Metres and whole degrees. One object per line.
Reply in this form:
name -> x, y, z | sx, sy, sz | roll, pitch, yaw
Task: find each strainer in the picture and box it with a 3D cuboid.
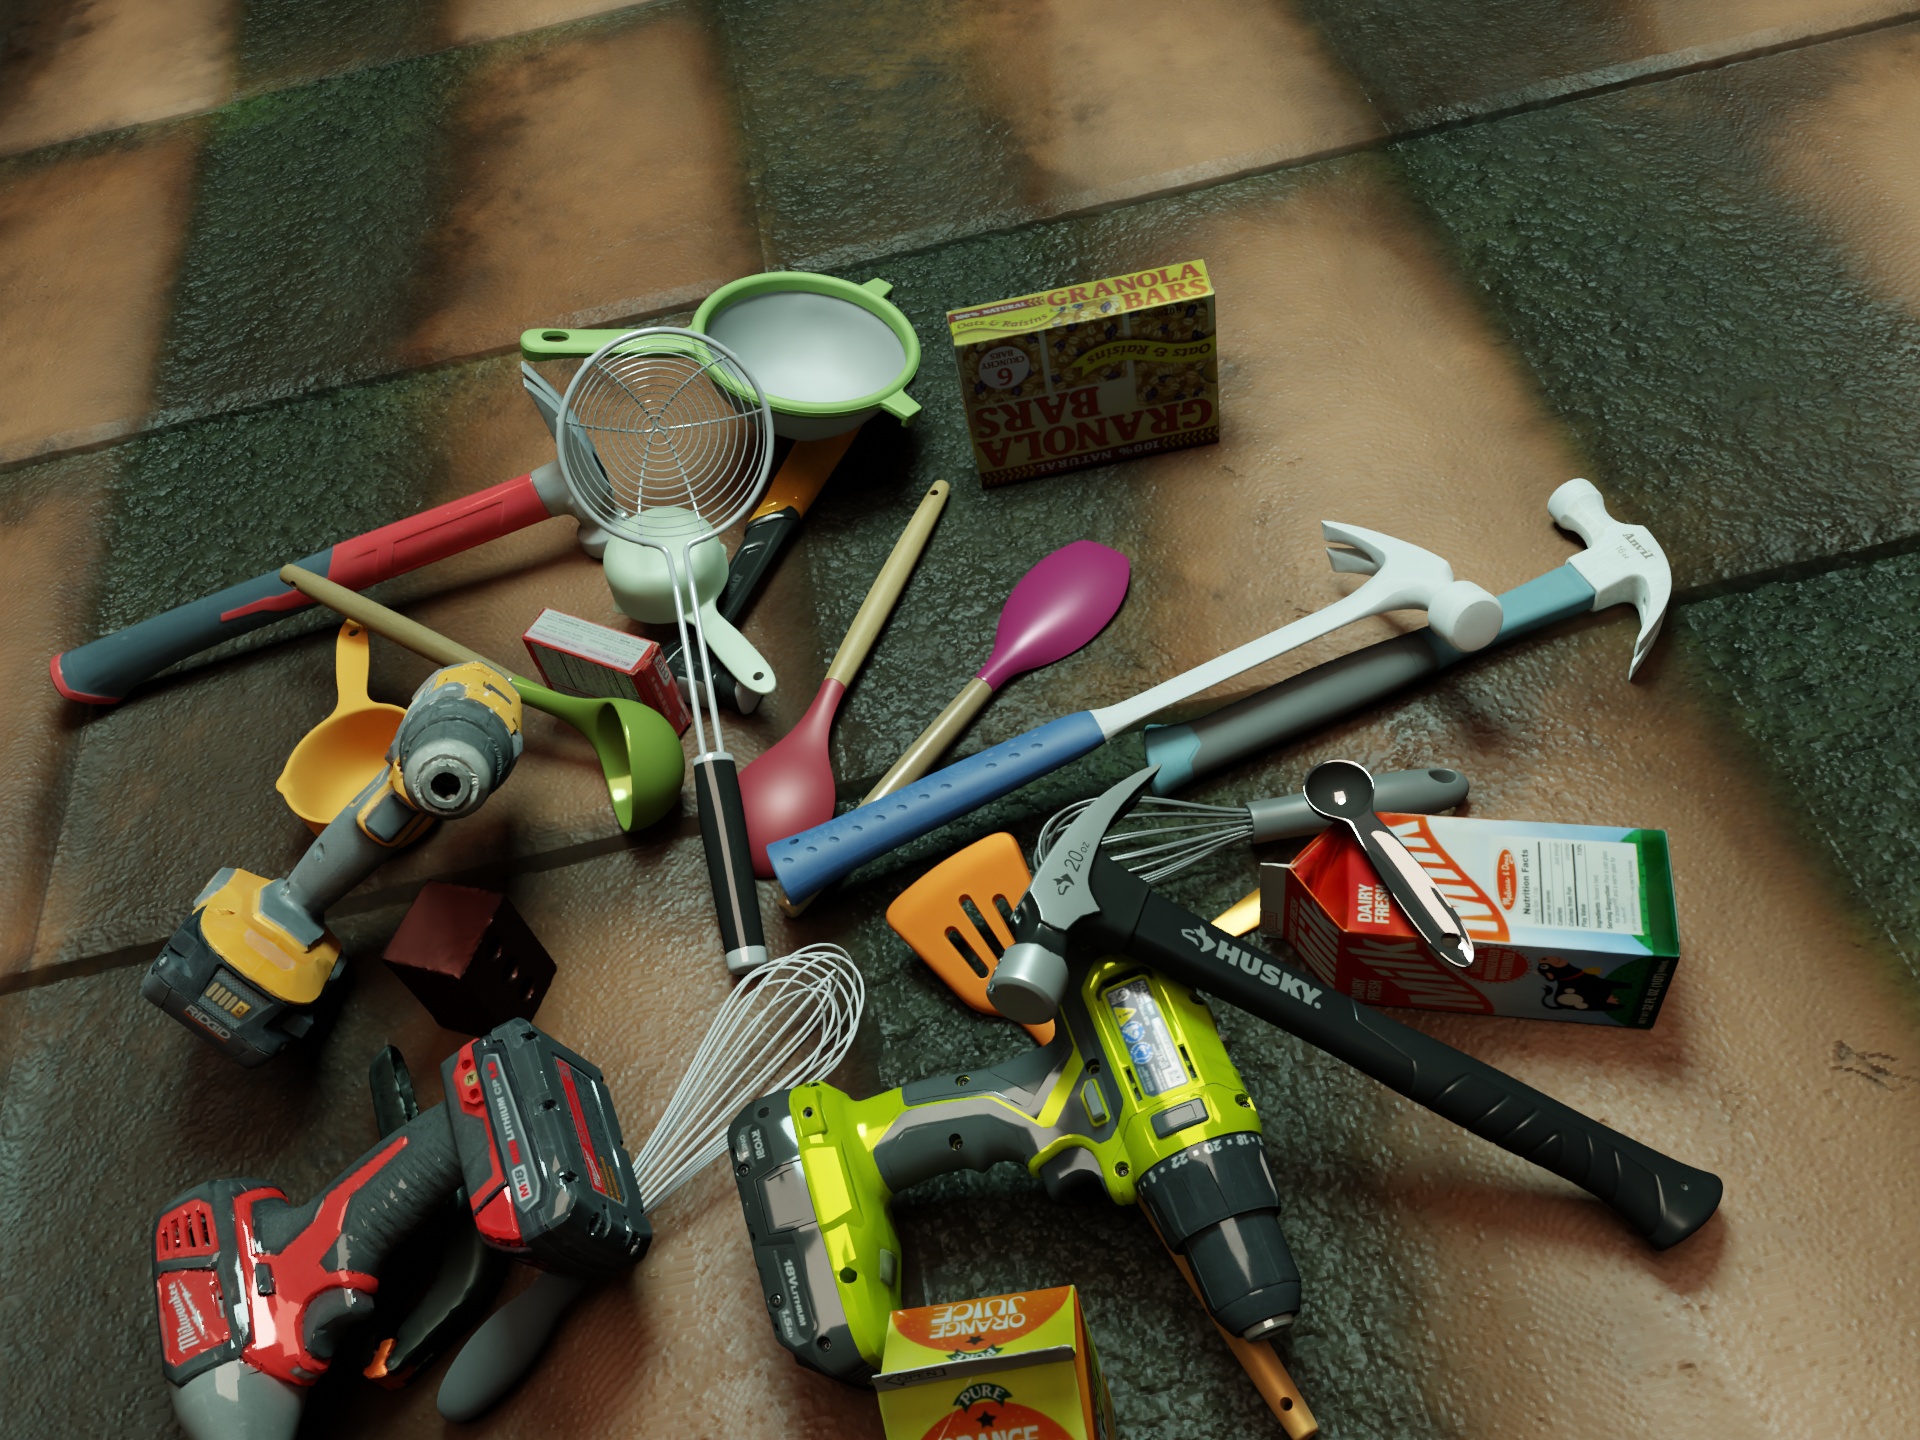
strainer -> -0.156, -0.228, 1.051 | 0.256, 0.069, 0.152 | -3, 50, -12

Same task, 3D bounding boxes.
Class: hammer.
hammer -> 0.084, -0.003, 0.881 | 0.405, 0.035, 0.144 | -25, 30, -4
hammer -> -0.421, -0.107, 1.046 | 0.386, 0.143, 0.038 | -21, 45, 0
hammer -> 0.254, -0.036, 0.912 | 0.331, 0.033, 0.128 | -22, 51, -6
hammer -> 0.184, 0.139, 0.710 | 0.335, 0.035, 0.146 | 27, 48, 1
hammer -> -0.123, -0.150, 1.075 | 0.127, 0.034, 0.337 | 15, 57, 20

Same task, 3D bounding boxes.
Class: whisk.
whisk -> -0.149, 0.221, 0.778 | 0.070, 0.070, 0.284 | 31, 69, 30
whisk -> 0.157, 0.054, 0.857 | 0.239, 0.055, 0.055 | -10, 51, -2

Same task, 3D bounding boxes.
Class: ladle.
ladle -> -0.300, -0.025, 0.964 | 0.320, 0.078, 0.062 | 25, 39, 17
ladle -> -0.066, -0.039, 0.984 | 0.069, 0.031, 0.316 | 12, 54, 18

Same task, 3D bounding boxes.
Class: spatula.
spatula -> 0.070, 0.193, 0.765 | 0.081, 0.041, 0.323 | -34, 54, -2

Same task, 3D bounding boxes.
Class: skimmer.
skimmer -> -0.146, -0.044, 0.892 | 0.127, 0.090, 0.363 | -6, 70, -18

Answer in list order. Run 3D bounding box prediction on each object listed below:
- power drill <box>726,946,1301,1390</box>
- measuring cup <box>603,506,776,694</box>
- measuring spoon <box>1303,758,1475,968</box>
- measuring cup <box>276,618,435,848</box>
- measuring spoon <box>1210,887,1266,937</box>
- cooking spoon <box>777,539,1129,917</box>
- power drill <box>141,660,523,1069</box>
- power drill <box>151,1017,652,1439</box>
power drill -> 0.026, 0.210, 0.716 | 0.228, 0.080, 0.191 | -23, 58, 3
measuring cup -> -0.162, -0.075, 0.976 | 0.083, 0.038, 0.168 | -33, 53, -16
measuring spoon -> 0.205, 0.070, 0.761 | 0.034, 0.018, 0.124 | -25, 57, -8
measuring cup -> -0.367, 0.009, 0.989 | 0.095, 0.052, 0.174 | -18, 49, -3
measuring spoon -> 0.157, 0.097, 0.840 | 0.117, 0.011, 0.021 | -29, 53, -12
cooking spoon -> -0.002, -0.003, 0.946 | 0.069, 0.017, 0.319 | 26, 61, 29
power drill -> -0.317, 0.071, 0.830 | 0.226, 0.084, 0.185 | -47, 18, -2
power drill -> -0.262, 0.244, 0.726 | 0.219, 0.078, 0.143 | -29, 55, 1
